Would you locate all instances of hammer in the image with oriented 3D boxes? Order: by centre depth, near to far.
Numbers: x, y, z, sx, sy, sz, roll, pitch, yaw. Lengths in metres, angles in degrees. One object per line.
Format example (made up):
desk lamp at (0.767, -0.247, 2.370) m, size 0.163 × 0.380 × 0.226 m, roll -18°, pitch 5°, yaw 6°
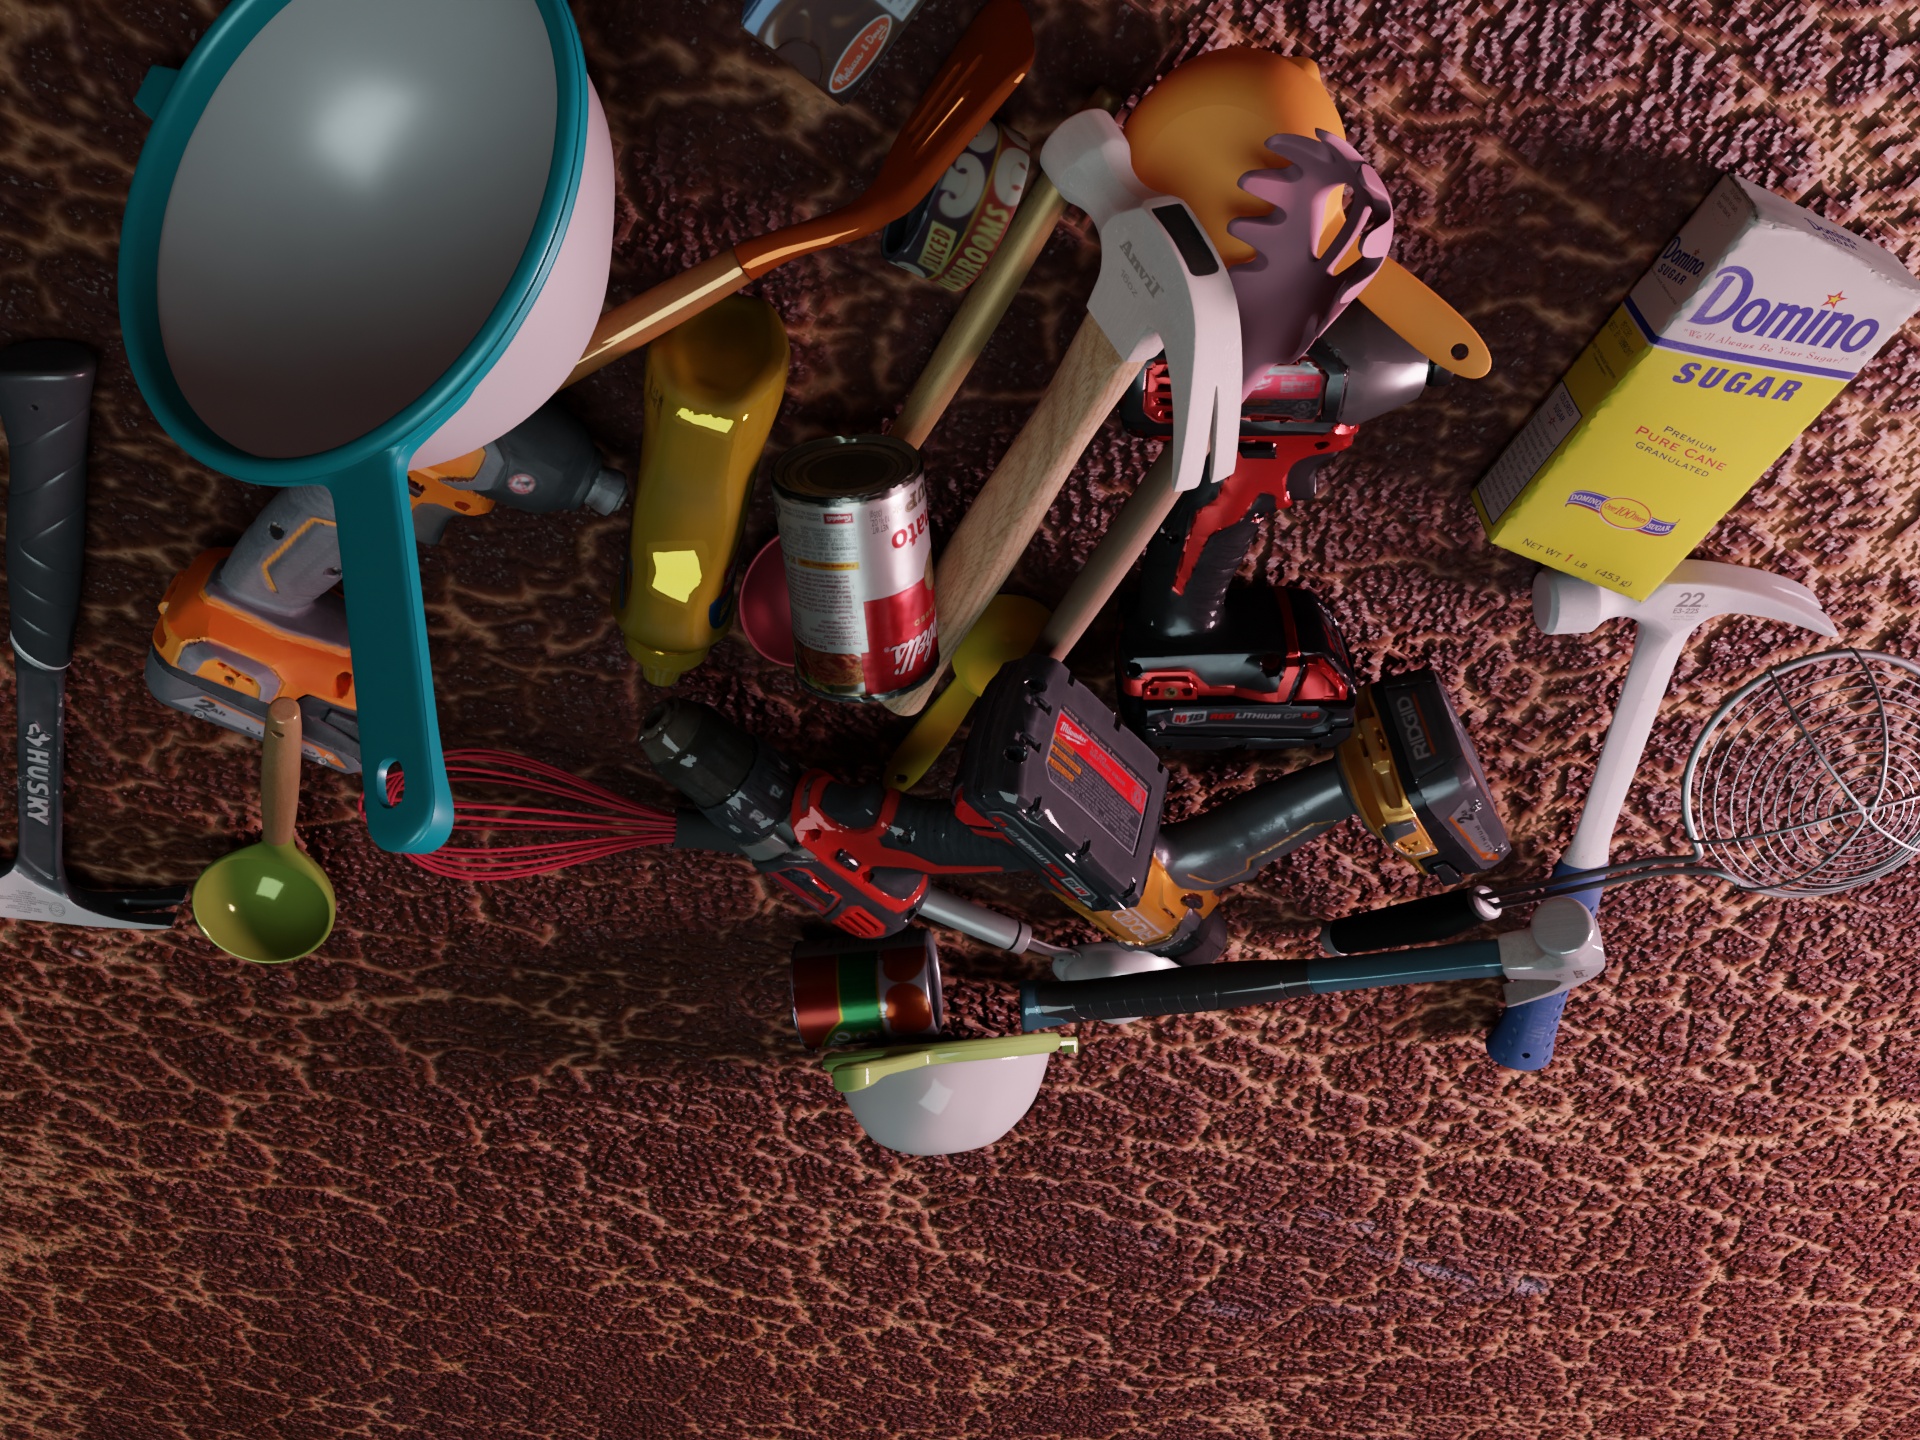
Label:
hammer at (0.023, -0.091, 0.691) m, size 0.031 × 0.130 × 0.331 m, roll -21°, pitch 161°, yaw -30°
hammer at (-0.468, -0.022, 0.818) m, size 0.149 × 0.036 × 0.408 m, roll 16°, pitch 132°, yaw -16°
hammer at (0.183, 0.144, 0.886) m, size 0.331 × 0.033 × 0.128 m, roll -10°, pitch 158°, yaw 23°
hammer at (0.366, 0.072, 0.910) m, size 0.144 × 0.035 × 0.405 m, roll -2°, pitch 134°, yaw 2°

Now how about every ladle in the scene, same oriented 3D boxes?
ladle at (-0.017, -0.141, 0.710) m, size 0.069 × 0.031 × 0.315 m, roll 19°, pitch 129°, yaw -22°
ladle at (-0.353, 0.061, 0.813) m, size 0.078 × 0.062 × 0.320 m, roll 20°, pitch 153°, yaw -16°

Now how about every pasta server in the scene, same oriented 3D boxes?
pasta server at (0.082, -0.102, 0.647) m, size 0.040 × 0.060 × 0.316 m, roll -19°, pitch 156°, yaw -36°

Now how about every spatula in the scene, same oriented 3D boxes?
spatula at (-0.110, -0.173, 0.615) m, size 0.322 × 0.081 × 0.041 m, roll -25°, pitch 129°, yaw 13°

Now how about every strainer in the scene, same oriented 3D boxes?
strainer at (-0.187, -0.116, 0.571) m, size 0.211 × 0.340 × 0.095 m, roll -17°, pitch 165°, yaw 21°
strainer at (-0.023, 0.227, 0.944) m, size 0.151 × 0.069 × 0.256 m, roll -8°, pitch 170°, yaw 14°
strainer at (0.041, 0.138, 0.972) m, size 0.258 × 0.050 × 0.087 m, roll 24°, pitch 144°, yaw -18°

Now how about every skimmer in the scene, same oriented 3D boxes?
skimmer at (0.335, 0.064, 0.848) m, size 0.127 × 0.090 × 0.363 m, roll 40°, pitch 148°, yaw -15°

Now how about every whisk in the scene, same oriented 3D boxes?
whisk at (-0.178, 0.058, 0.884) m, size 0.295 × 0.073 × 0.073 m, roll 6°, pitch 134°, yaw -15°

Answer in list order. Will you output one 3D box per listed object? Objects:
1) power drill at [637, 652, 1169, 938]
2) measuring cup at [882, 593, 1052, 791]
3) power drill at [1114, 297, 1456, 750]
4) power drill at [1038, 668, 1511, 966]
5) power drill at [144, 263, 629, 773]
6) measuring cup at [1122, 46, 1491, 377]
power drill at (-0.034, 0.035, 0.786) m, size 0.227 × 0.080 × 0.187 m, roll -14°, pitch 137°, yaw 40°
measuring cup at (-0.001, -0.003, 0.840) m, size 0.062 × 0.029 × 0.156 m, roll 22°, pitch 128°, yaw -20°
power drill at (0.139, -0.092, 0.727) m, size 0.143 × 0.079 × 0.219 m, roll -1°, pitch 131°, yaw 1°
power drill at (0.175, 0.070, 0.868) m, size 0.226 × 0.084 × 0.185 m, roll -22°, pitch 146°, yaw 19°
power drill at (-0.265, -0.080, 0.733) m, size 0.164 × 0.084 × 0.226 m, roll 25°, pitch 125°, yaw -23°
measuring cup at (0.134, -0.182, 0.609) m, size 0.173 × 0.052 × 0.095 m, roll 38°, pitch 123°, yaw -2°
